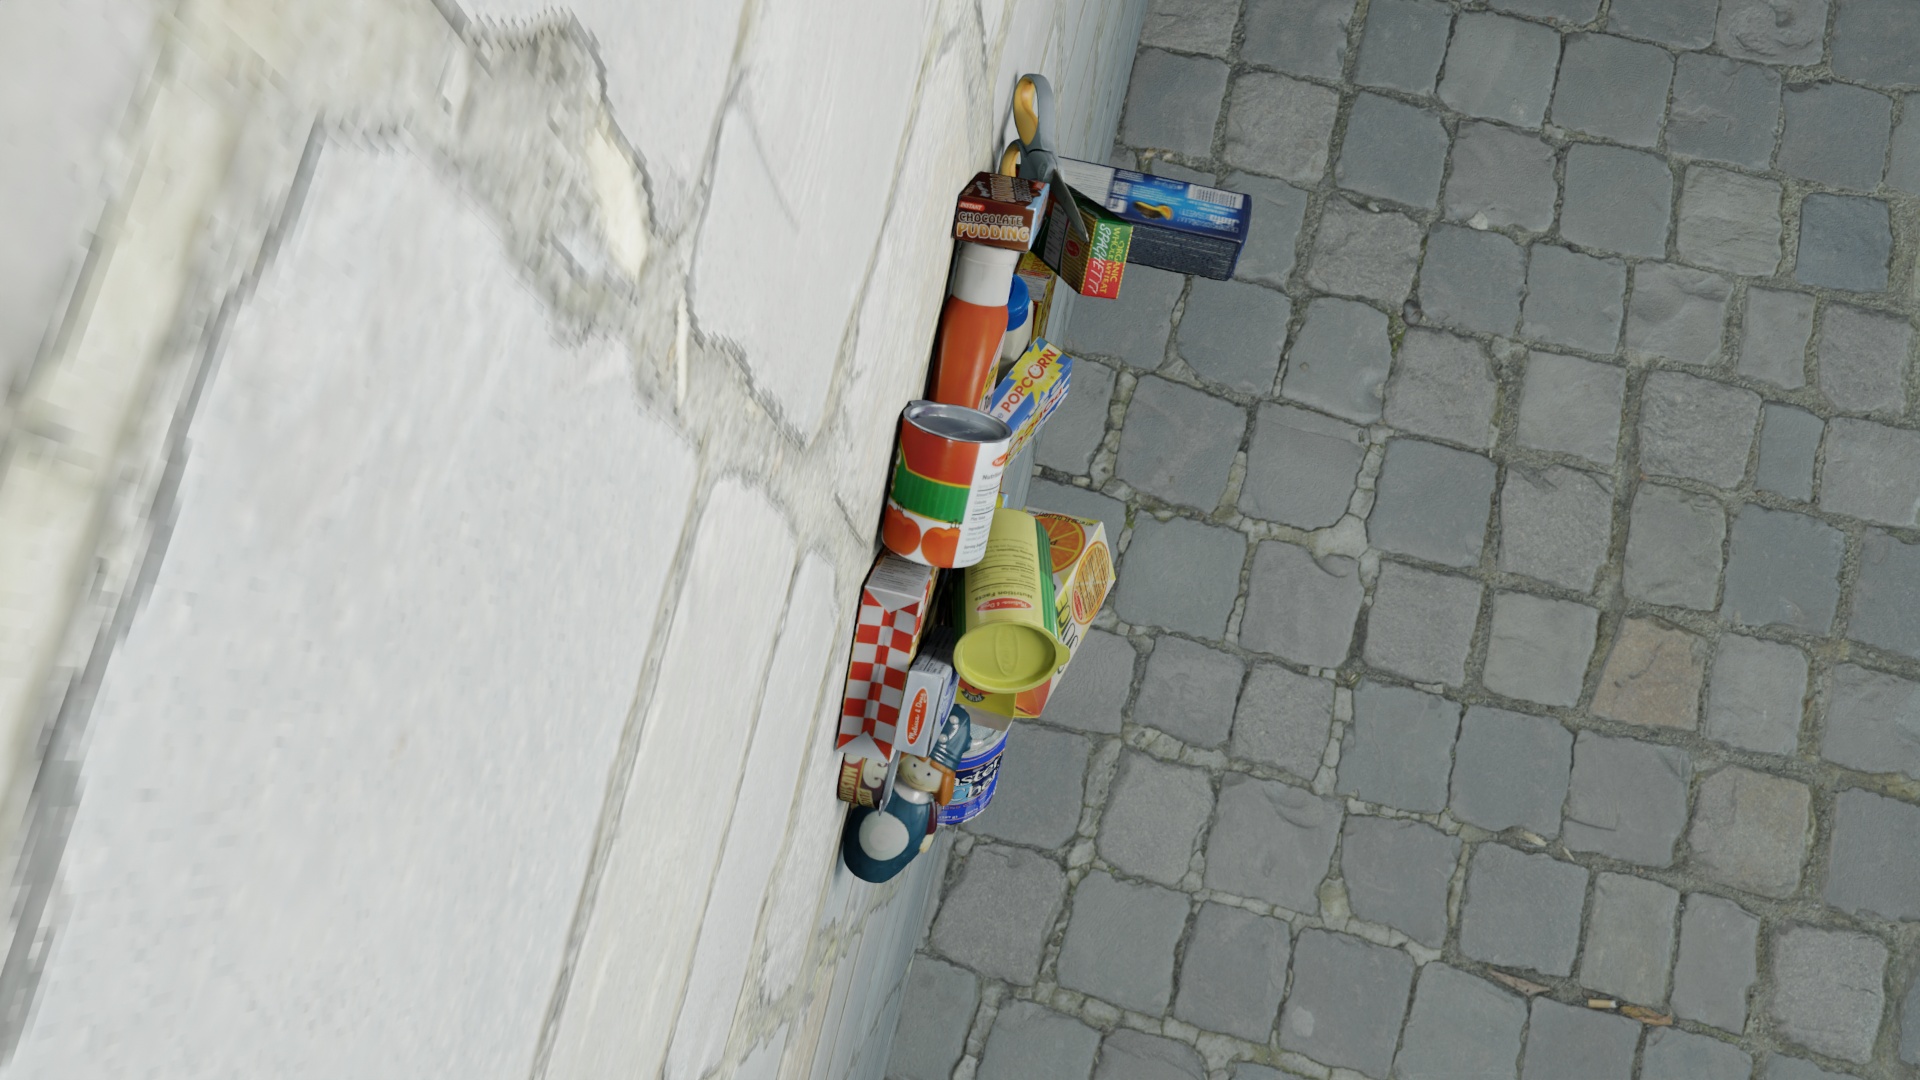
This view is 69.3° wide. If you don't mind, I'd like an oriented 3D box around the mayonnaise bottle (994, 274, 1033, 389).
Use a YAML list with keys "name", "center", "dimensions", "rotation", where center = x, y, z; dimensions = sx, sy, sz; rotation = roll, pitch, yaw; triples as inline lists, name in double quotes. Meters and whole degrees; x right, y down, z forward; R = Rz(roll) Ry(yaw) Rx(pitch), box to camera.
- name: "mayonnaise bottle"
  center: [0.039, -0.180, 1.185]
  dimensions: [0.147, 0.041, 0.065]
  rotation: [84, 26, -74]

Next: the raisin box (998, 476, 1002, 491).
- name: "raisin box"
  center: [0.017, -0.045, 1.323]
  dimensions: [0.123, 0.040, 0.086]
  rotation: [96, 8, -65]

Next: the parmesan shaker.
- name: "parmesan shaker"
  center: [0.030, 0.037, 0.881]
  dimensions: [0.103, 0.071, 0.071]
  rotation: [-91, -172, -48]

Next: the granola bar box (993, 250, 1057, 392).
- name: "granola bar box"
  center: [0.064, -0.207, 1.428]
  dimensions: [0.125, 0.039, 0.164]
  rotation: [-70, 172, -50]

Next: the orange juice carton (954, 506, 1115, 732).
- name: "orange juice carton"
  center: [0.047, 0.068, 1.084]
  dimensions: [0.194, 0.072, 0.072]
  rotation: [-57, 145, -33]

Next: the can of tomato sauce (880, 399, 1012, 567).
- name: "can of tomato sauce"
  center: [-0.011, -0.035, 0.843]
  dimensions: [0.071, 0.071, 0.082]
  rotation: [-66, 169, -68]

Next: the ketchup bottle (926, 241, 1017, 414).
- name: "ketchup bottle"
  center: [0.005, -0.124, 0.911]
  dimensions: [0.065, 0.043, 0.148]
  rotation: [-67, 169, -66]

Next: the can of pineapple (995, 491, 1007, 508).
- name: "can of pineapple"
  center: [0.004, -0.014, 1.131]
  dimensions: [0.071, 0.058, 0.071]
  rotation: [8, 95, -86]

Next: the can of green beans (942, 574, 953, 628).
- name: "can of green beans"
  center: [0.021, 0.053, 0.957]
  dimensions: [0.071, 0.071, 0.057]
  rotation: [-72, 173, -47]

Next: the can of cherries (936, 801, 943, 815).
- name: "can of cherries"
  center: [-0.039, 0.188, 1.110]
  dimensions: [0.058, 0.071, 0.071]
  rotation: [87, 17, -74]

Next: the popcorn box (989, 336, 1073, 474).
- name: "popcorn box"
  center: [0.044, -0.107, 1.210]
  dimensions: [0.127, 0.038, 0.085]
  rotation: [-51, 169, -12]

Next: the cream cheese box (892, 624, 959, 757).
- name: "cream cheese box"
  center: [-0.017, 0.093, 0.881]
  dimensions: [0.104, 0.024, 0.053]
  rotation: [-55, 159, -75]

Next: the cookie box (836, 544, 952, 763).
- name: "cookie box"
  center: [-0.036, 0.050, 0.929]
  dimensions: [0.168, 0.040, 0.122]
  rotation: [-68, 170, -64]

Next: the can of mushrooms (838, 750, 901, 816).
- name: "can of mushrooms"
  center: [-0.062, 0.155, 0.970]
  dimensions: [0.071, 0.033, 0.071]
  rotation: [8, 96, -86]

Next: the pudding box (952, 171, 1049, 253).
- name: "pudding box"
  center: [0.028, -0.210, 0.887]
  dimensions: [0.084, 0.050, 0.030]
  rotation: [-68, 169, -63]

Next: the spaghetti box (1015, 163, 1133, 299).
- name: "spaghetti box"
  center: [0.070, -0.227, 0.993]
  dimensions: [0.251, 0.029, 0.050]
  rotation: [-115, -146, -64]
